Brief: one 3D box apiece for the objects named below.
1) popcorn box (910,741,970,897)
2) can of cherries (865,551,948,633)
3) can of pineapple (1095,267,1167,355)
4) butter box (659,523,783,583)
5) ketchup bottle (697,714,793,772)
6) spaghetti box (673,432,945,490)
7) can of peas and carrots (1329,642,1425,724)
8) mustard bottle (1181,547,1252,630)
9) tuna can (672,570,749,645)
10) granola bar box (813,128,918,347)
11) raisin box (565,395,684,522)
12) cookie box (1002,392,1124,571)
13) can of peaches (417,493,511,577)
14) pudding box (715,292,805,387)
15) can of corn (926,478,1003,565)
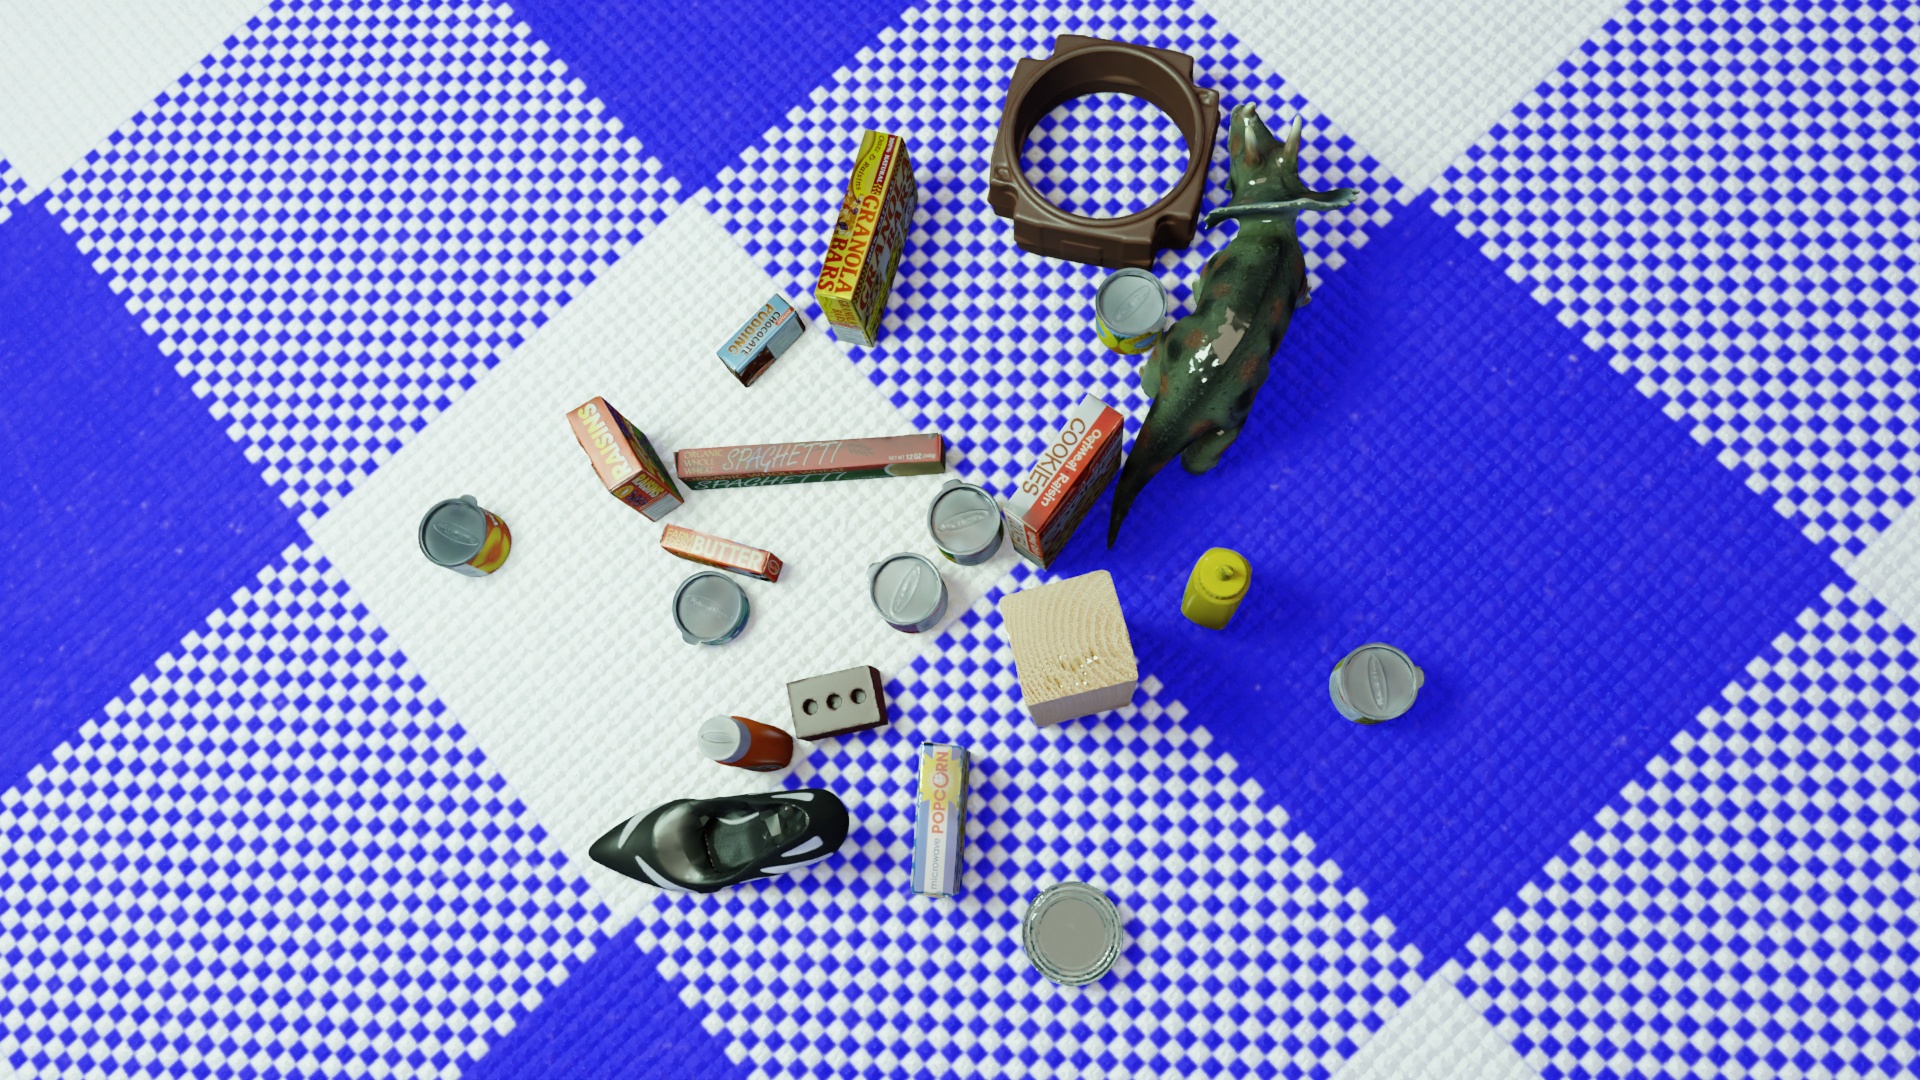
[{"bbox_3d":[-0.016,0.240,1.194,0.038,0.085,0.127,2,78,6],"label":"popcorn box"},{"bbox_3d":[-0.048,0.046,1.254,0.071,0.058,0.071,-1,78,5],"label":"can of cherries"},{"bbox_3d":[0.159,-0.210,1.293,0.071,0.057,0.071,-1,78,5],"label":"can of pineapple"},{"bbox_3d":[-0.220,0.012,1.281,0.103,0.053,0.024,15,80,8],"label":"butter box"},{"bbox_3d":[-0.189,0.174,1.192,0.065,0.148,0.043,5,78,6],"label":"ketchup bottle"},{"bbox_3d":[-0.139,-0.073,1.294,0.250,0.050,0.029,-4,78,5],"label":"spaghetti box"},{"bbox_3d":[0.358,0.124,1.199,0.071,0.058,0.071,-1,78,5],"label":"can of peas and carrots"},{"bbox_3d":[0.219,0.035,1.180,0.049,0.160,0.065,23,81,10],"label":"mustard bottle"},{"bbox_3d":[-0.230,0.065,1.280,0.071,0.032,0.071,-1,77,5],"label":"tuna can"},{"bbox_3d":[-0.084,-0.279,1.297,0.039,0.124,0.166,14,79,8],"label":"granola bar box"},{"bbox_3d":[-0.306,-0.073,1.272,0.040,0.123,0.086,-32,77,-2],"label":"raisin box"},{"bbox_3d":[0.092,-0.046,1.206,0.040,0.167,0.123,35,83,11],"label":"cookie box"},{"bbox_3d":[-0.463,-0.004,1.304,0.071,0.058,0.071,-1,78,5],"label":"can of peaches"},{"bbox_3d":[-0.190,-0.190,1.325,0.030,0.049,0.084,42,84,12],"label":"pudding box"},{"bbox_3d":[0.005,-0.016,1.263,0.071,0.058,0.071,-1,78,5],"label":"can of corn"}]
